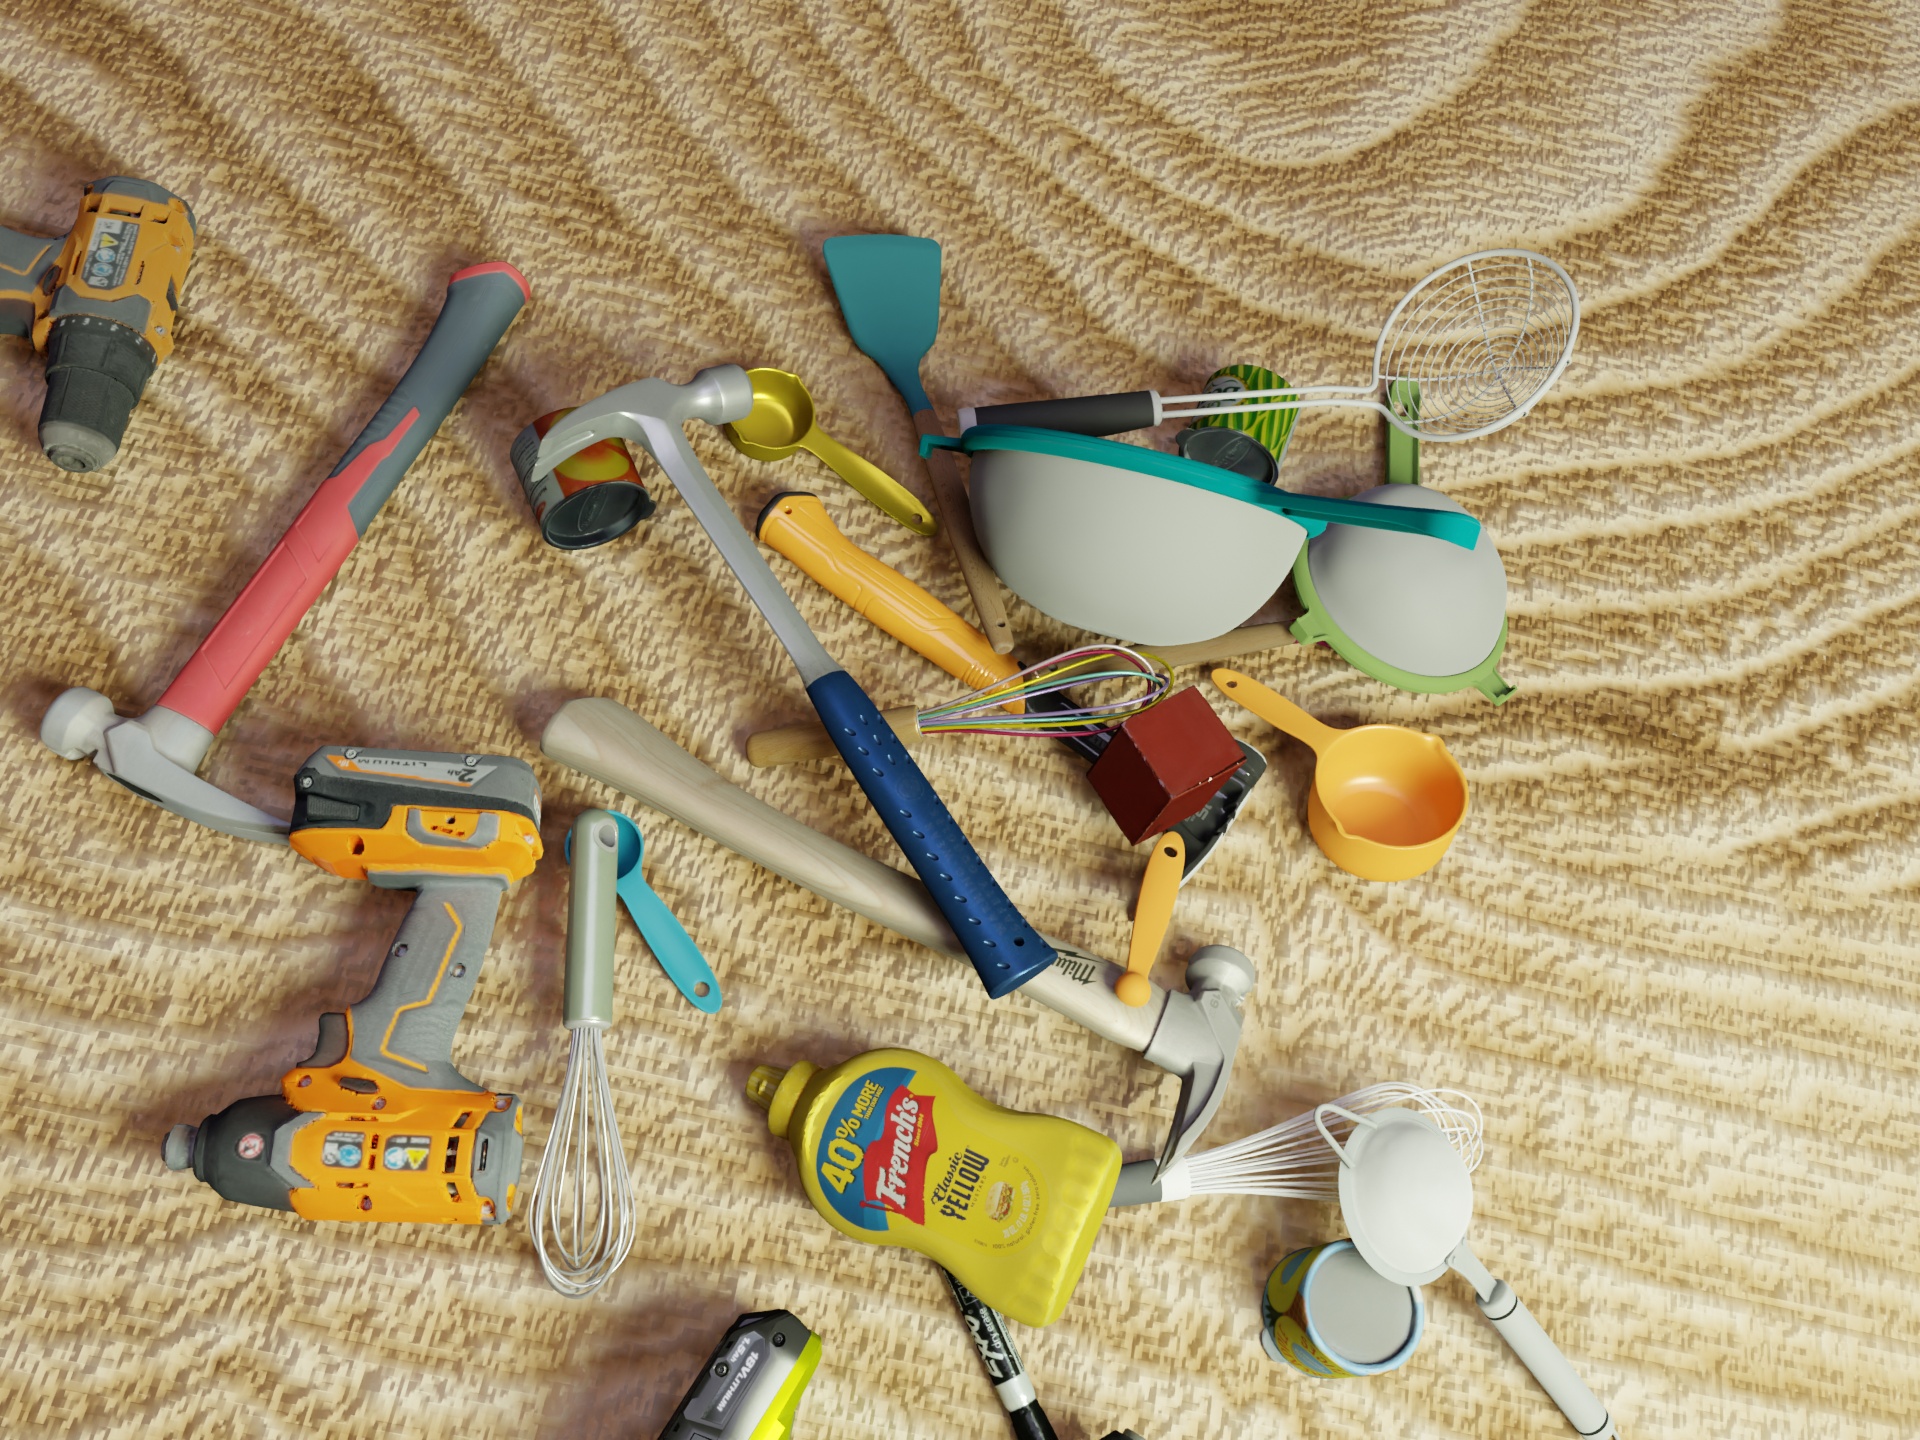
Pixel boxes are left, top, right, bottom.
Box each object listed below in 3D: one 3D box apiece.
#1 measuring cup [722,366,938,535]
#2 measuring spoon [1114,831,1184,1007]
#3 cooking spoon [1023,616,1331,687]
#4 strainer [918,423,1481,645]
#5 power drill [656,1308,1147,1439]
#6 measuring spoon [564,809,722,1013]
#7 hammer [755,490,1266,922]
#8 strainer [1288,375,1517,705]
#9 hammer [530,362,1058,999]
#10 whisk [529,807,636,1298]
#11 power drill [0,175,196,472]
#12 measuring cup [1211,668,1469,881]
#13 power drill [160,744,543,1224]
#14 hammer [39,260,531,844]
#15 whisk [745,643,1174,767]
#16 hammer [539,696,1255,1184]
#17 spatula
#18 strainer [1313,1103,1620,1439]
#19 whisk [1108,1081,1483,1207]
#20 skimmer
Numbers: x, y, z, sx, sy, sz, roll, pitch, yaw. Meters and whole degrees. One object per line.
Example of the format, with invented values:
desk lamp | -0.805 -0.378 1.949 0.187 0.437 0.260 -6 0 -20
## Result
measuring cup | -0.082 -0.160 0.998 0.156 0.029 0.062 36 64 -6
measuring spoon | 0.105 0.104 0.863 0.021 0.011 0.117 22 51 0
cooking spoon | 0.182 -0.050 0.976 0.318 0.017 0.069 -10 66 -24
strainer | 0.127 -0.082 0.847 0.210 0.341 0.095 13 94 -35
power drill | -0.029 0.373 0.729 0.228 0.080 0.190 33 70 3
measuring spoon | -0.169 0.106 0.864 0.042 0.021 0.128 -34 85 -20
hammer | 0.013 -0.024 0.944 0.337 0.034 0.127 36 64 7
strainer | 0.295 -0.140 1.016 0.151 0.069 0.257 16 57 -9
hammer | -0.083 -0.028 0.856 0.144 0.035 0.406 -23 70 -36
whisk | -0.190 0.163 0.807 0.059 0.057 0.246 -16 66 31
power drill | -0.572 -0.236 0.908 0.226 0.084 0.185 6 66 -13
measuring cup | 0.218 0.029 0.954 0.174 0.052 0.095 36 62 27
power drill | -0.295 0.131 0.792 0.164 0.084 0.227 4 69 -8
hammer | -0.343 -0.114 0.915 0.143 0.038 0.386 26 64 0
whisk | -0.001 -0.004 0.895 0.245 0.051 0.047 -10 72 8
hammer | -0.044 0.099 0.855 0.410 0.038 0.146 26 42 4
spatula | -0.015 -0.177 0.988 0.082 0.044 0.318 -6 58 -21
strainer | 0.270 0.287 0.807 0.258 0.050 0.087 51 57 -14
whisk | 0.142 0.238 0.841 0.284 0.070 0.070 -7 67 -8
skimmer | 0.179 -0.212 0.953 0.363 0.090 0.127 -6 61 -3
